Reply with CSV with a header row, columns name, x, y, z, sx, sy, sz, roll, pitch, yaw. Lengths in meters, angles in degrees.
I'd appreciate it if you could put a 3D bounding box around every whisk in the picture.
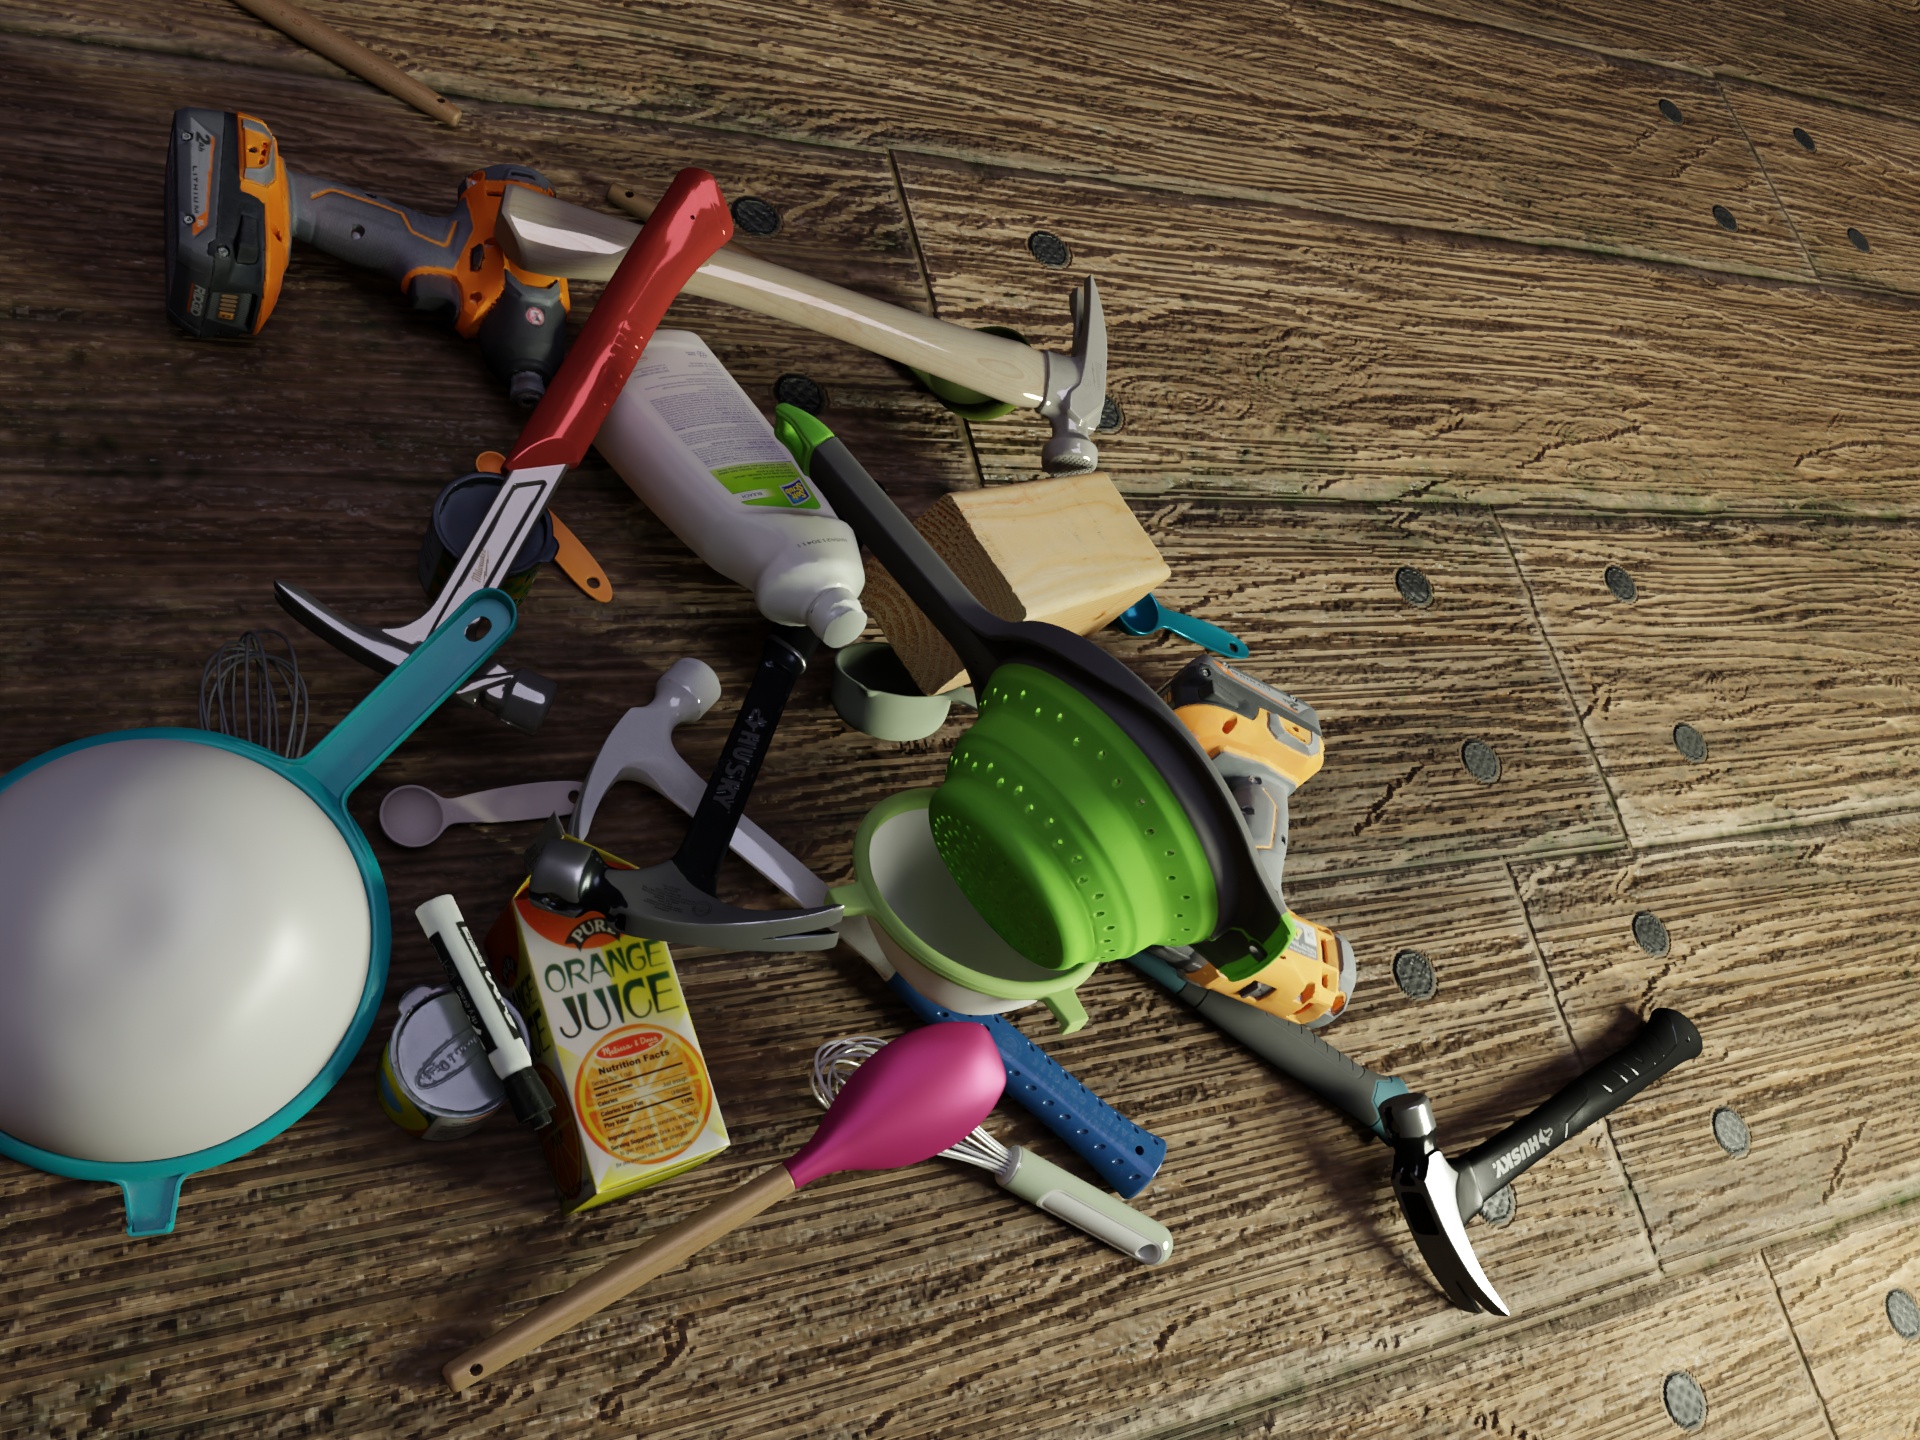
name,x,y,z,sx,sy,sz,roll,pitch,yaw
whisk,-0.348,0.064,0.795,0.055,0.055,0.239,-2,71,-29
whisk,0.021,0.247,0.895,0.246,0.057,0.059,32,25,-15

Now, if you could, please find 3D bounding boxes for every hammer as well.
name,x,y,z,sx,sy,sz,roll,pitch,yaw
hammer,-0.228,-0.176,0.891,0.149,0.036,0.359,28,66,-14
hammer,-0.047,0.139,0.918,0.405,0.035,0.144,40,51,-4
hammer,0.154,0.169,1.012,0.331,0.033,0.128,34,54,-8
hammer,0.412,0.274,1.082,0.334,0.035,0.146,-16,88,-37
hammer,-0.089,-0.275,1.029,0.410,0.038,0.146,12,71,-23
hammer,-0.100,-0.026,0.911,0.149,0.036,0.409,15,41,1

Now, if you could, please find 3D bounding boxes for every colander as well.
name,x,y,z,sx,sy,sz,roll,pitch,yaw
colander,-0.001,-0.003,0.827,0.094,0.204,0.397,-36,77,-20

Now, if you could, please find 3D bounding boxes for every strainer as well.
name,x,y,z,sx,sy,sz,roll,pitch,yaw
strainer,-0.327,0.052,0.728,0.211,0.095,0.340,42,70,-3
strainer,0.012,0.085,0.931,0.151,0.069,0.256,26,33,-3

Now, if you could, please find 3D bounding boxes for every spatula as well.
name,x,y,z,sx,sy,sz,roll,pitch,yaw
spatula,-0.465,-0.477,1.013,0.317,0.044,0.082,28,52,-14

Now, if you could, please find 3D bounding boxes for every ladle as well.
name,x,y,z,sx,sy,sz,roll,pitch,yaw
ladle,-0.095,-0.300,1.111,0.320,0.062,0.078,25,62,-11

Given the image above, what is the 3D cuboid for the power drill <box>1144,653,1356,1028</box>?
name,x,y,z,sx,sy,sz,roll,pitch,yaw
power drill,0.157,0.068,1.010,0.185,0.084,0.226,23,47,-23

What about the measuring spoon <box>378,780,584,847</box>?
name,x,y,z,sx,sy,sz,roll,pitch,yaw
measuring spoon,-0.257,0.049,0.872,0.124,0.018,0.034,-6,73,-37

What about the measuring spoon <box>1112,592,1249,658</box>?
name,x,y,z,sx,sy,sz,roll,pitch,yaw
measuring spoon,0.155,-0.064,1.148,0.128,0.021,0.042,19,58,-29

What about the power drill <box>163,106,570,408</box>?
name,x,y,z,sx,sy,sz,roll,pitch,yaw
power drill,-0.345,-0.268,0.947,0.226,0.084,0.164,2,64,-32

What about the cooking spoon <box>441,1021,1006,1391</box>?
name,x,y,z,sx,sy,sz,roll,pitch,yaw
cooking spoon,-0.110,0.245,0.808,0.319,0.017,0.068,-26,99,-24

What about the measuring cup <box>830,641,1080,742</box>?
name,x,y,z,sx,sy,sz,roll,pitch,yaw
measuring cup,-0.003,0.000,0.973,0.168,0.038,0.083,23,27,15

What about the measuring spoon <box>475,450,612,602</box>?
name,x,y,z,sx,sy,sz,roll,pitch,yaw
measuring spoon,-0.252,-0.115,0.961,0.117,0.011,0.021,49,54,-2
